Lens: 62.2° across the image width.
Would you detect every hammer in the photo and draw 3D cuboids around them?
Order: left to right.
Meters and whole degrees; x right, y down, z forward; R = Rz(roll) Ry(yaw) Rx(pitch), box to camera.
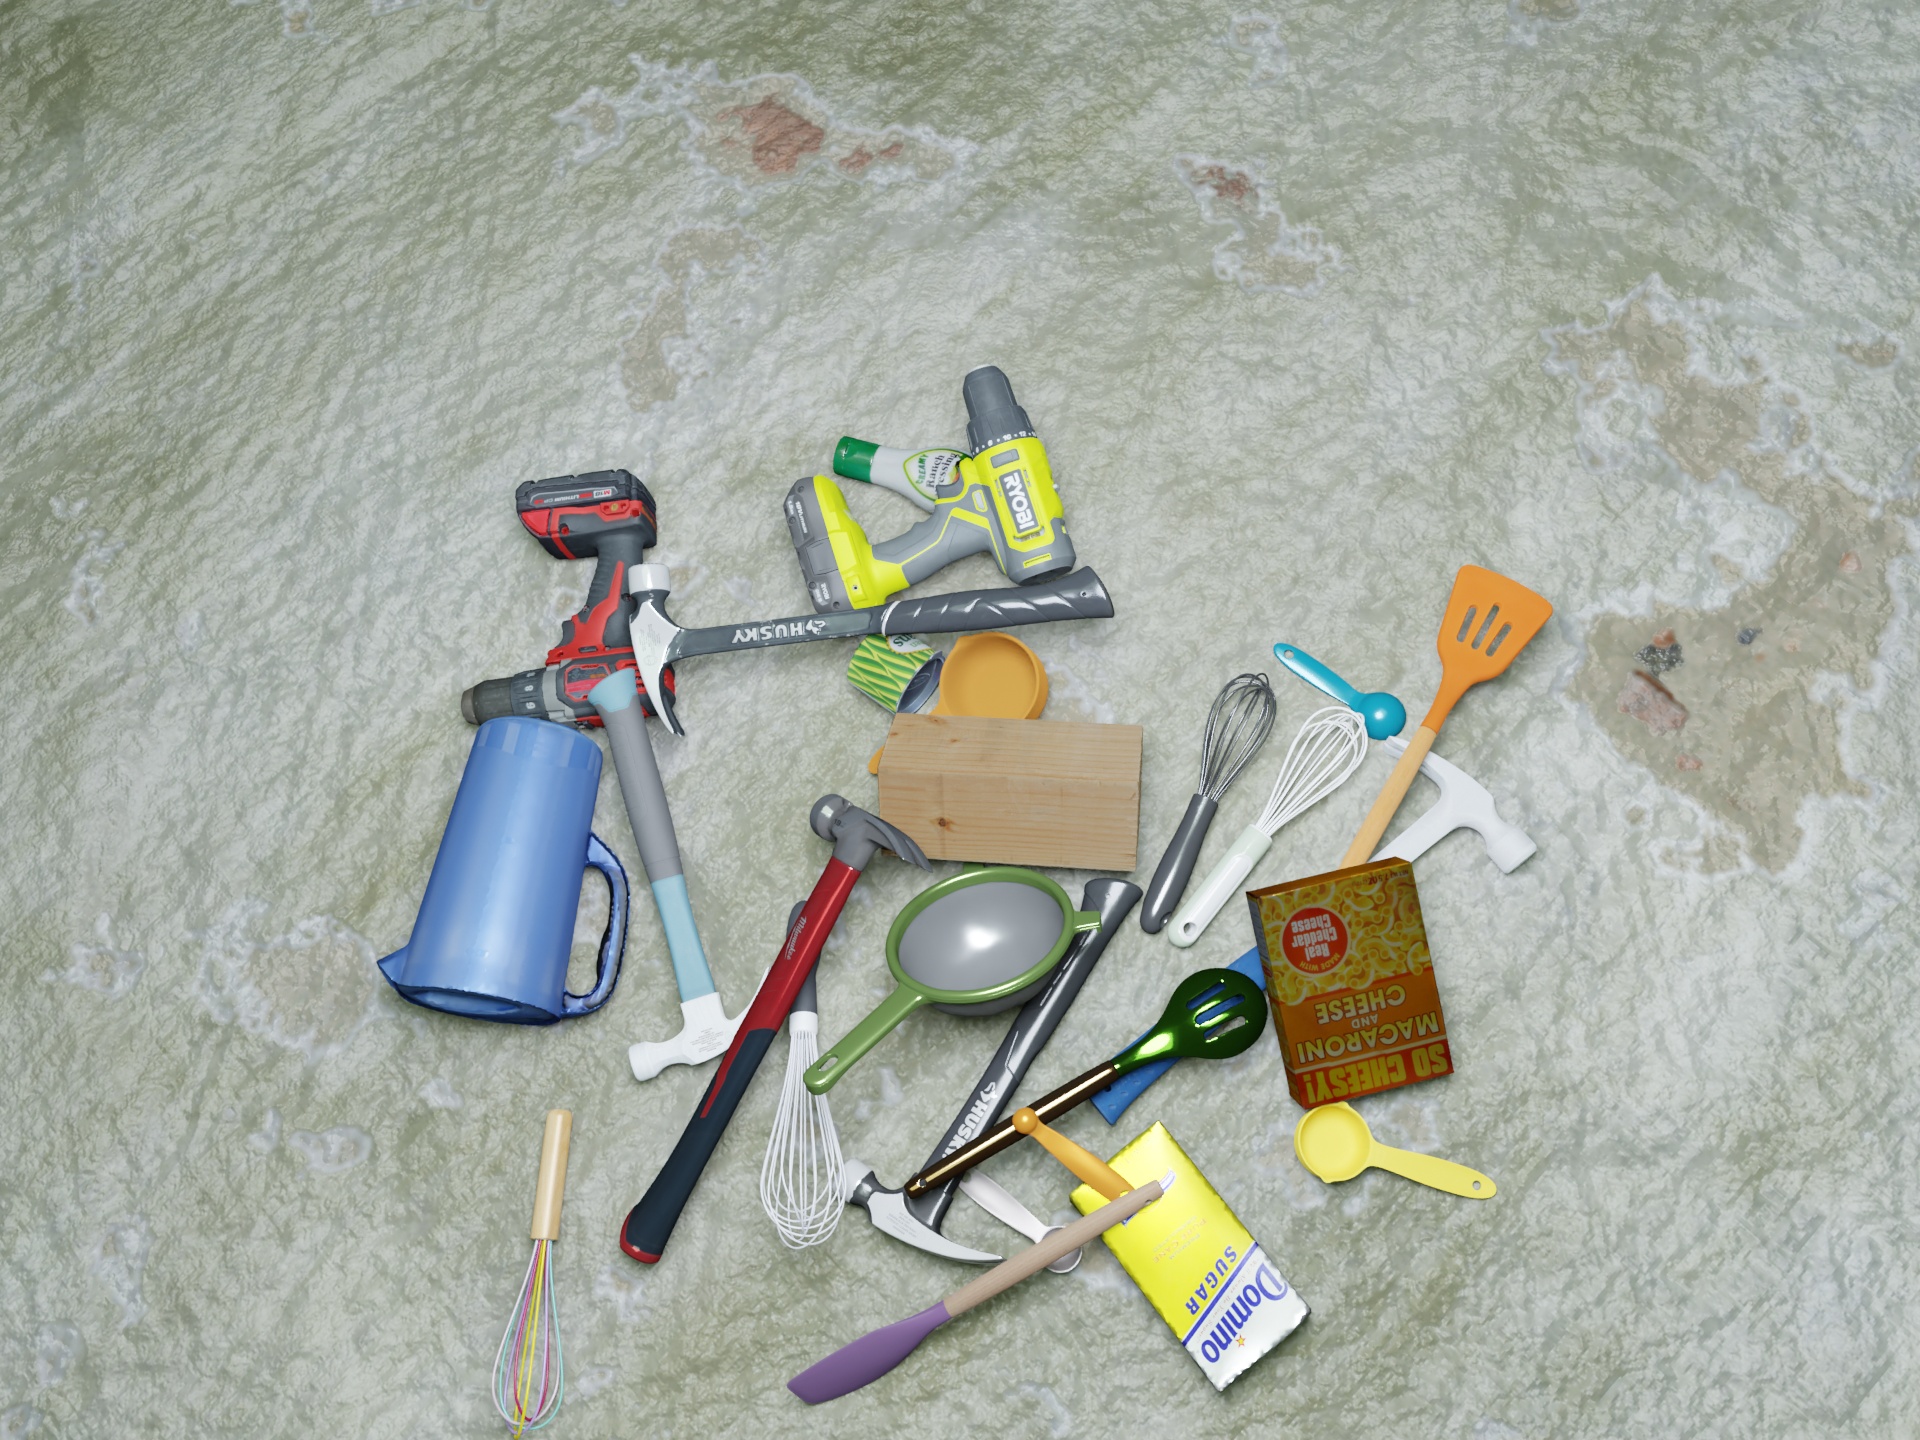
[{"bbox_3d":[-0.248,0.118,1.315,0.128,0.033,0.331,-16,82,-7],"label":"hammer"},{"bbox_3d":[-0.151,0.248,1.231,0.143,0.038,0.386,24,85,54],"label":"hammer"},{"bbox_3d":[-0.077,-0.078,1.323,0.409,0.036,0.149,-6,85,9],"label":"hammer"},{"bbox_3d":[0.048,0.268,1.258,0.146,0.035,0.335,28,74,23],"label":"hammer"},{"bbox_3d":[0.260,0.173,1.272,0.405,0.035,0.144,-37,71,-7],"label":"hammer"}]

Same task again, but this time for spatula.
[{"bbox_3d":[0.014,0.426,1.183,0.316,0.059,0.018,-32,40,4],"label":"spatula"},{"bbox_3d":[0.363,0.025,1.271,0.081,0.041,0.323,29,77,14],"label":"spatula"}]

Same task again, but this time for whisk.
[{"bbox_3d":[-0.327,0.429,1.246,0.051,0.047,0.245,-1,67,8],"label":"whisk"},{"bbox_3d":[-0.125,0.272,1.257,0.070,0.070,0.285,-6,57,4],"label":"whisk"},{"bbox_3d":[0.202,0.066,1.312,0.055,0.055,0.239,23,78,14],"label":"whisk"},{"bbox_3d":[0.250,0.087,1.300,0.057,0.059,0.246,41,83,-10],"label":"whisk"}]

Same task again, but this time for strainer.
[{"bbox_3d":[-0.015,0.214,1.217,0.256,0.069,0.152,-38,38,-29],"label":"strainer"}]

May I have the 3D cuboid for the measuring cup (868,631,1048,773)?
[{"bbox_3d":[-0.002,-0.004,1.362,0.173,0.052,0.095,-36,74,13],"label":"measuring cup"}]

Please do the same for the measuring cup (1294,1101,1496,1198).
[{"bbox_3d":[0.330,0.337,1.216,0.156,0.029,0.062,17,73,0],"label":"measuring cup"}]

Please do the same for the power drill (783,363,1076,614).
[{"bbox_3d":[-0.030,-0.188,1.378,0.228,0.080,0.190,-19,84,10],"label":"power drill"}]

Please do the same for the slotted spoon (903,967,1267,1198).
[{"bbox_3d":[0.096,0.280,1.211,0.314,0.031,0.070,-29,71,-6],"label":"slotted spoon"}]

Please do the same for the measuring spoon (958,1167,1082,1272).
[{"bbox_3d":[0.042,0.384,1.236,0.124,0.018,0.034,32,76,23],"label":"measuring spoon"}]

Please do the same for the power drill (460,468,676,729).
[{"bbox_3d":[-0.353,-0.099,1.421,0.188,0.080,0.227,-7,73,4],"label":"power drill"}]

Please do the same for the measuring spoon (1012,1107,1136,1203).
[{"bbox_3d":[0.088,0.328,1.186,0.117,0.011,0.021,36,86,4],"label":"measuring spoon"}]

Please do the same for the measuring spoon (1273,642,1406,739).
[{"bbox_3d":[0.319,-0.031,1.344,0.129,0.021,0.042,36,78,16],"label":"measuring spoon"}]
